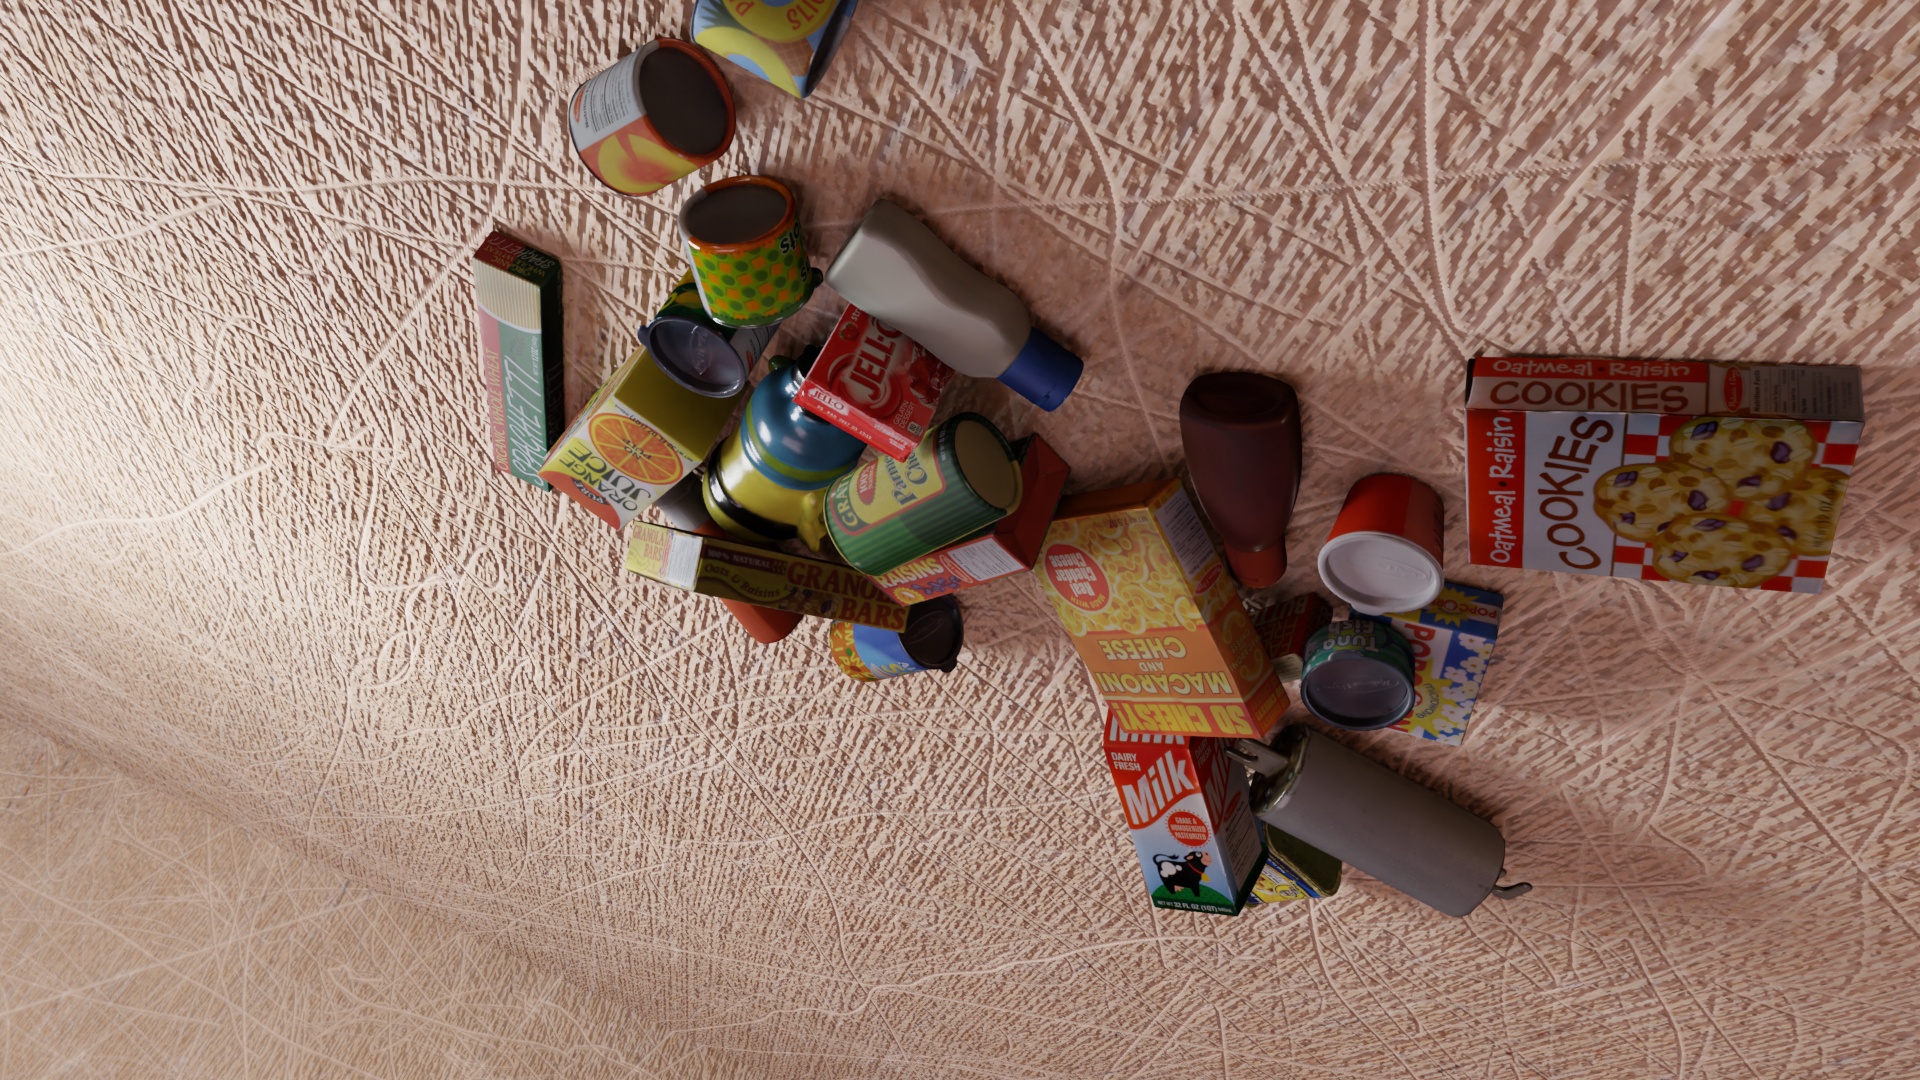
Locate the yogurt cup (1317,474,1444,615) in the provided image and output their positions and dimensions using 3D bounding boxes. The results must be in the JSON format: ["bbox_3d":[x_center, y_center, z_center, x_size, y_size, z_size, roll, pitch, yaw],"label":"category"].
[{"bbox_3d":[0.241,0.000,0.783,0.072,0.054,0.072,16,145,12],"label":"yogurt cup"}]

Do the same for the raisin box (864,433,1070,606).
[{"bbox_3d":[0.003,-0.011,0.888,0.040,0.086,0.123,42,143,-26],"label":"raisin box"}]

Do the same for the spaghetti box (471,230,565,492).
[{"bbox_3d":[-0.310,-0.118,0.990,0.050,0.029,0.248,25,146,1],"label":"spaghetti box"}]

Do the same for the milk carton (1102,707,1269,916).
[{"bbox_3d":[0.164,0.178,1.029,0.072,0.074,0.190,-3,116,35],"label":"milk carton"}]

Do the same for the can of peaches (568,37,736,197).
[{"bbox_3d":[-0.158,-0.219,0.724,0.058,0.071,0.071,-12,132,41],"label":"can of peaches"}]

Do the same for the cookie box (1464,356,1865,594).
[{"bbox_3d":[0.340,-0.033,0.690,0.167,0.040,0.122,5,142,25],"label":"cookie box"}]

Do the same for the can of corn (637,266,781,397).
[{"bbox_3d":[-0.151,-0.132,0.844,0.071,0.058,0.070,17,146,12],"label":"can of corn"}]

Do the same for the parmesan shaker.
[{"bbox_3d":[-0.022,-0.029,0.828,0.103,0.072,0.071,-26,123,33],"label":"parmesan shaker"}]

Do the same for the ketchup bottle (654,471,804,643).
[{"bbox_3d":[-0.173,0.008,1.048,0.043,0.065,0.148,-15,125,36],"label":"ketchup bottle"}]

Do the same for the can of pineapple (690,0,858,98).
[{"bbox_3d":[-0.083,-0.246,0.637,0.058,0.071,0.070,27,146,-5],"label":"can of pineapple"}]

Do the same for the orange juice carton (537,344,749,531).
[{"bbox_3d":[-0.231,-0.069,0.967,0.072,0.073,0.192,37,145,-19],"label":"orange juice carton"}]

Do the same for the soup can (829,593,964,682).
[{"bbox_3d":[-0.048,0.073,1.050,0.083,0.072,0.071,-18,128,46],"label":"soup can"}]

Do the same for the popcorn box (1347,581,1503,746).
[{"bbox_3d":[0.284,0.073,0.871,0.085,0.038,0.126,12,144,17],"label":"popcorn box"}]

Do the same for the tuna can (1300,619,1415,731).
[{"bbox_3d":[0.237,0.079,0.831,0.071,0.033,0.070,9,134,10],"label":"tuna can"}]

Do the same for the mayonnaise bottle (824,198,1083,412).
[{"bbox_3d":[0.000,-0.126,0.775,0.148,0.041,0.064,33,147,-14],"label":"mayonnaise bottle"}]

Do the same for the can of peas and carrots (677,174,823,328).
[{"bbox_3d":[-0.117,-0.162,0.776,0.071,0.071,0.058,12,144,17],"label":"can of peas and carrots"}]

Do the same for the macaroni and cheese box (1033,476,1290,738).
[{"bbox_3d":[0.120,0.046,0.876,0.123,0.040,0.166,-8,117,51],"label":"macaroni and cheese box"}]

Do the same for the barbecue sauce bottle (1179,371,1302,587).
[{"bbox_3d":[0.165,-0.030,0.799,0.065,0.044,0.147,9,144,24],"label":"barbecue sauce bottle"}]

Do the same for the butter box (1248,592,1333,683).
[{"bbox_3d":[0.194,0.072,0.913,0.024,0.053,0.103,41,143,-20],"label":"butter box"}]

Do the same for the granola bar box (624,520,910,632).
[{"bbox_3d":[-0.134,0.025,0.970,0.166,0.039,0.124,14,179,-34],"label":"granola bar box"}]
